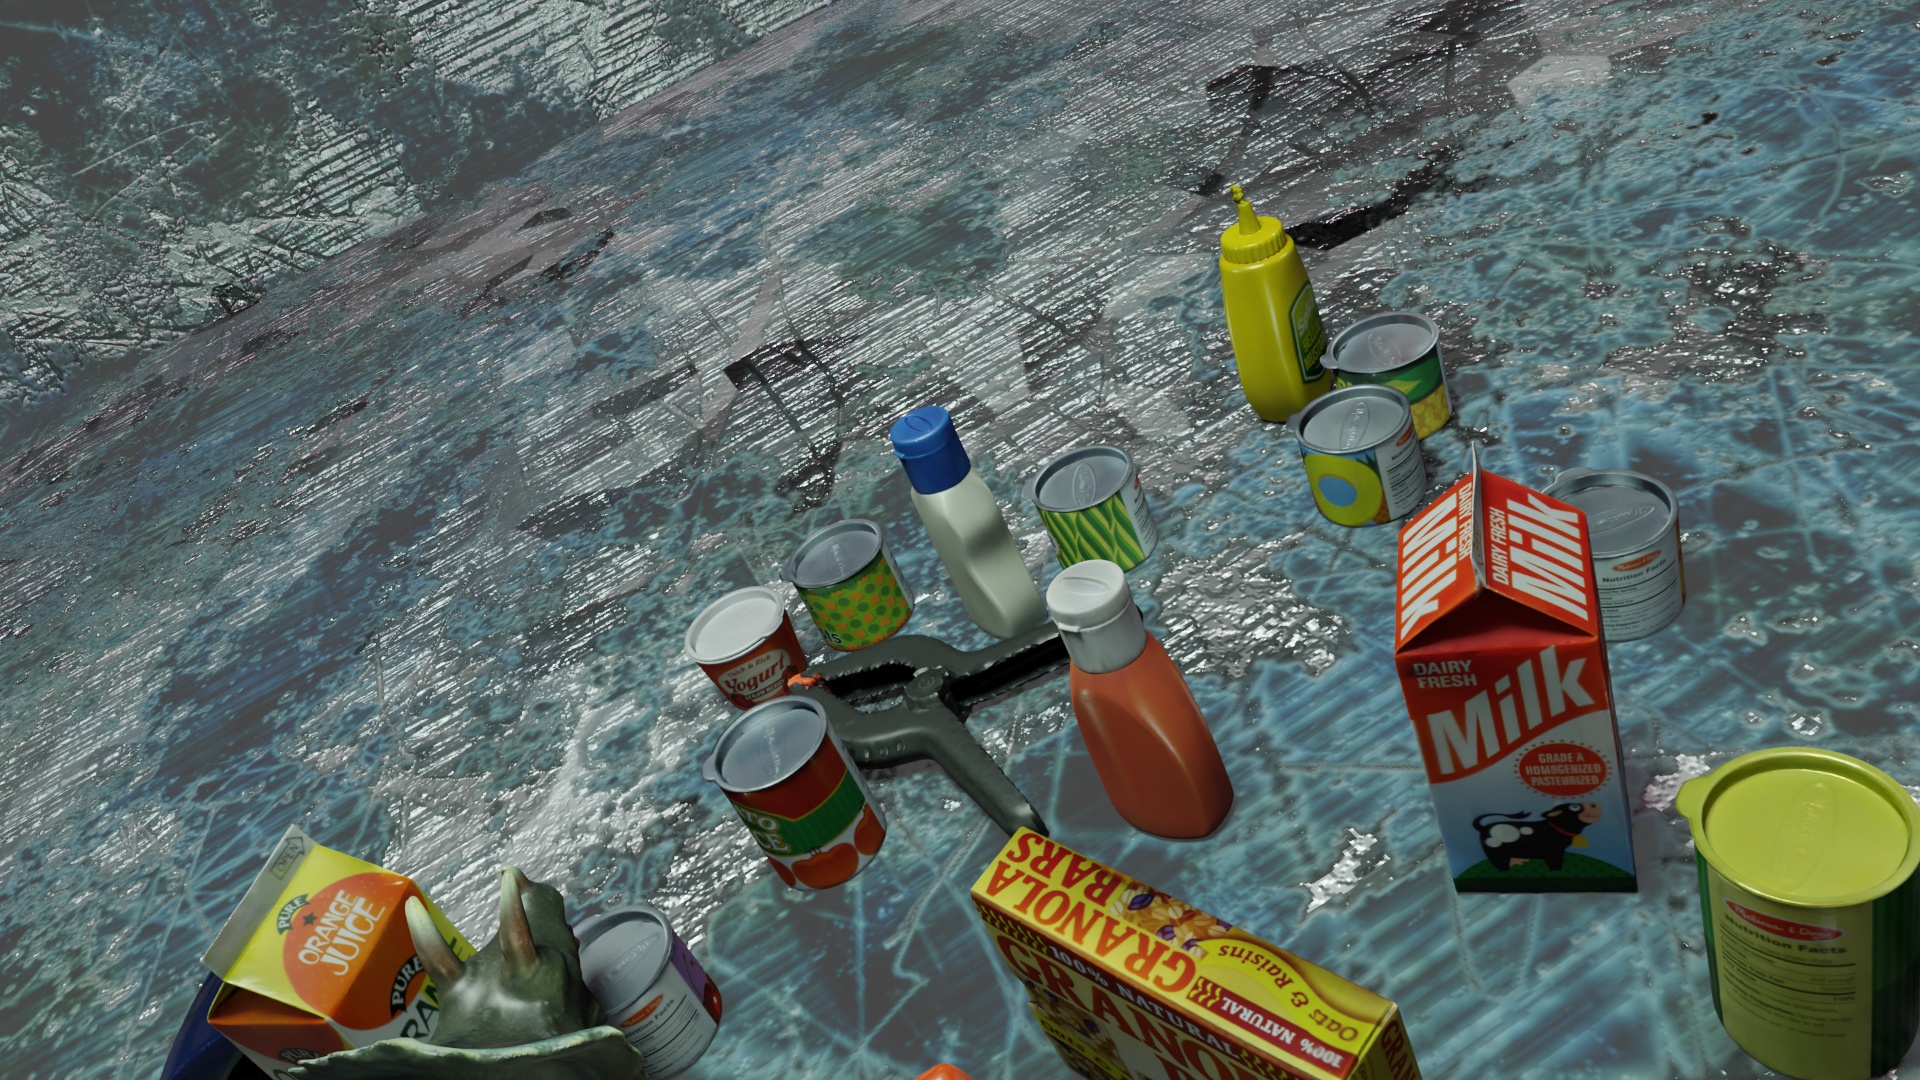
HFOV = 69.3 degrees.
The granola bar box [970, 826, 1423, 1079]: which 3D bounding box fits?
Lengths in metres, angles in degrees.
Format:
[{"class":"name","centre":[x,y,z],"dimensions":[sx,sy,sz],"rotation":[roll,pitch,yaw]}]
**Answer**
[{"class":"granola bar box","centre":[0.090,0.185,0.515],"dimensions":[0.165,0.123,0.039],"rotation":[16,51,45]}]

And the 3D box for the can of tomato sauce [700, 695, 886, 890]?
[{"class":"can of tomato sauce","centre":[-0.086,0.135,0.735],"dimensions":[0.071,0.082,0.071],"rotation":[-17,34,12]}]

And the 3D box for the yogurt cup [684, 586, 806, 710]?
[{"class":"yogurt cup","centre":[-0.133,0.070,0.881],"dimensions":[0.072,0.053,0.073],"rotation":[-17,34,12]}]

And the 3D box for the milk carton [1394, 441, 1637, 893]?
[{"class":"milk carton","centre":[0.219,0.055,0.553],"dimensions":[0.073,0.189,0.073],"rotation":[-7,37,25]}]

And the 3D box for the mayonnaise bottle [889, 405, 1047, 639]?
[{"class":"mayonnaise bottle","centre":[0.003,-0.010,0.821],"dimensions":[0.041,0.147,0.065],"rotation":[-36,35,-16]}]

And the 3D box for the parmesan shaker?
[{"class":"parmesan shaker","centre":[0.292,0.130,0.483],"dimensions":[0.071,0.102,0.072],"rotation":[-17,34,12]}]

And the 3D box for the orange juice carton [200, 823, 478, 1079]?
[{"class":"orange juice carton","centre":[-0.264,0.218,0.634],"dimensions":[0.073,0.192,0.072],"rotation":[-10,36,22]}]

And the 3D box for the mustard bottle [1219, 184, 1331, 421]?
[{"class":"mustard bottle","centre":[0.196,-0.153,0.884],"dimensions":[0.049,0.159,0.065],"rotation":[3,43,36]}]

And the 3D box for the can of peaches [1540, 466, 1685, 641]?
[{"class":"can of peaches","centre":[0.316,0.006,0.680],"dimensions":[0.071,0.057,0.071],"rotation":[-17,34,12]}]

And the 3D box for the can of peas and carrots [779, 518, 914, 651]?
[{"class":"can of peas and carrots","centre":[-0.072,0.030,0.894],"dimensions":[0.071,0.058,0.071],"rotation":[-17,34,12]}]

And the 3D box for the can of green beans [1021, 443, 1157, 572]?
[{"class":"can of green beans","centre":[0.083,-0.018,0.861],"dimensions":[0.071,0.057,0.071],"rotation":[-17,34,12]}]

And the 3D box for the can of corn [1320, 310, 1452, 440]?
[{"class":"can of corn","centre":[0.263,-0.099,0.859],"dimensions":[0.071,0.058,0.071],"rotation":[-17,34,12]}]

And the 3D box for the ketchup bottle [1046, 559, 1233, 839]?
[{"class":"ketchup bottle","centre":[0.080,0.076,0.651],"dimensions":[0.065,0.148,0.044],"rotation":[9,46,41]}]

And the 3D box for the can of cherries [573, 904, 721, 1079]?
[{"class":"can of cherries","centre":[-0.160,0.222,0.683],"dimensions":[0.071,0.058,0.072],"rotation":[-17,34,12]}]

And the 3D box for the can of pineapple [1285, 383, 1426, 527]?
[{"class":"can of pineapple","centre":[0.232,-0.050,0.811],"dimensions":[0.071,0.057,0.071],"rotation":[-17,34,12]}]
